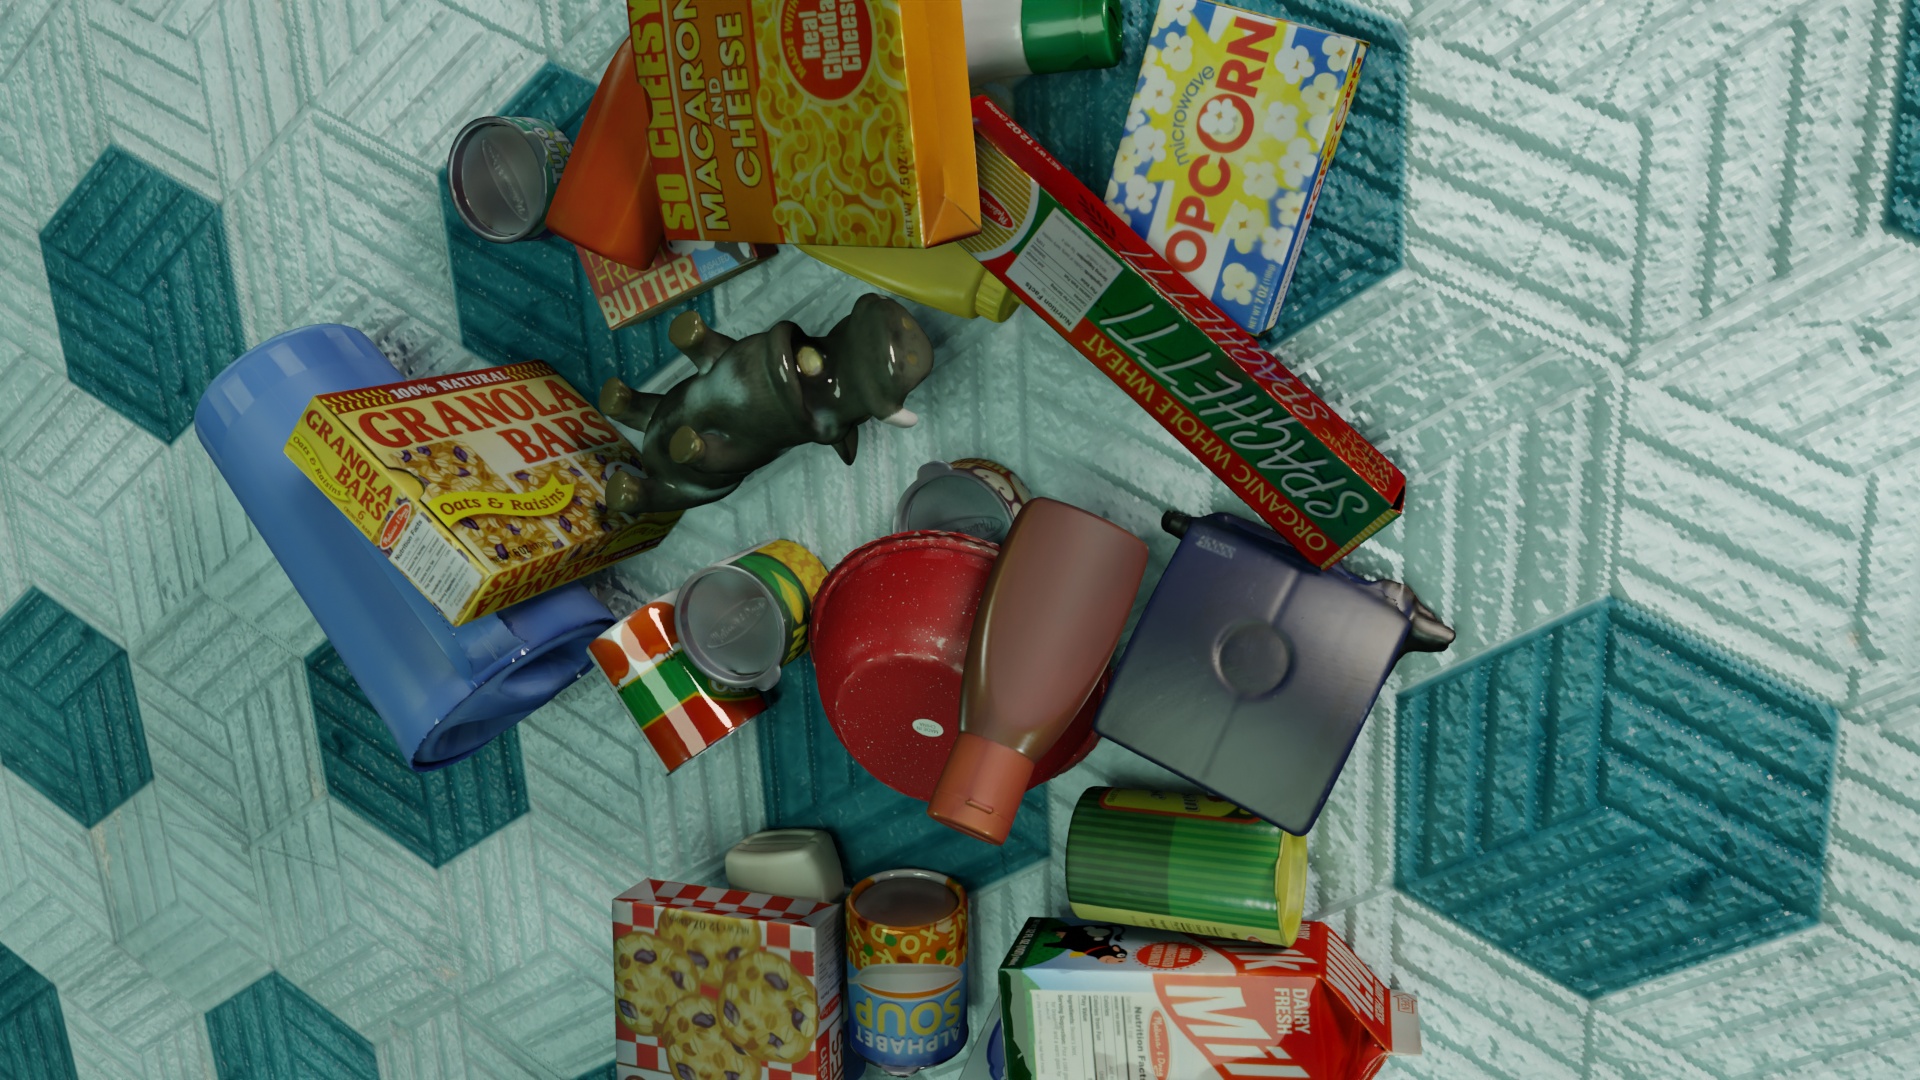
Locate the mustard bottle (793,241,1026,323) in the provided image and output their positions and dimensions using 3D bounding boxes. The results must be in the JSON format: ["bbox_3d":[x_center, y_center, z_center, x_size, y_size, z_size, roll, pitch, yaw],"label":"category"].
[{"bbox_3d":[-0.015,-0.140,0.652,0.160,0.049,0.065,31,111,13],"label":"mustard bottle"}]

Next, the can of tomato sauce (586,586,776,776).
[{"bbox_3d":[-0.154,0.075,0.763,0.071,0.071,0.083,-34,88,27],"label":"can of tomato sauce"}]

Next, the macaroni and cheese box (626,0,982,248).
[{"bbox_3d":[-0.072,-0.191,0.595,0.166,0.040,0.123,11,115,39],"label":"macaroni and cheese box"}]

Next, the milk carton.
[{"bbox_3d":[0.120,0.228,0.666,0.190,0.072,0.073,-3,94,16],"label":"milk carton"}]

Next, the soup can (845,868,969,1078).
[{"bbox_3d":[-0.028,0.230,0.746,0.071,0.071,0.083,6,106,22],"label":"soup can"}]

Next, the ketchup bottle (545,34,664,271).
[{"bbox_3d":[-0.152,-0.211,0.679,0.065,0.043,0.148,30,100,36],"label":"ketchup bottle"}]

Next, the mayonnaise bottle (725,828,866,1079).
[{"bbox_3d":[-0.088,0.239,0.793,0.064,0.041,0.147,-7,102,25],"label":"mayonnaise bottle"}]

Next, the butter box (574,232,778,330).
[{"bbox_3d":[-0.150,-0.152,0.722,0.103,0.024,0.053,-19,95,27],"label":"butter box"}]

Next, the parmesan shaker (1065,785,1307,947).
[{"bbox_3d":[0.108,0.154,0.665,0.103,0.071,0.071,1,105,24],"label":"parmesan shaker"}]

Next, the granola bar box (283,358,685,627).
[{"bbox_3d":[-0.234,-0.032,0.712,0.124,0.166,0.039,43,114,7],"label":"granola bar box"}]

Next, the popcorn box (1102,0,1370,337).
[{"bbox_3d":[0.112,-0.161,0.596,0.085,0.038,0.126,22,112,18],"label":"popcorn box"}]

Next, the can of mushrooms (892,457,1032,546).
[{"bbox_3d":[0.002,-0.009,0.689,0.071,0.033,0.070,7,107,23],"label":"can of mushrooms"}]

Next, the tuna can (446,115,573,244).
[{"bbox_3d":[-0.236,-0.194,0.743,0.071,0.033,0.071,7,107,22],"label":"tuna can"}]

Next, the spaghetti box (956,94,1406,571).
[{"bbox_3d":[0.082,-0.088,0.594,0.250,0.029,0.050,42,132,1],"label":"spaghetti box"}]

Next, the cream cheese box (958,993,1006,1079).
[{"bbox_3d":[0.039,0.270,0.754,0.053,0.024,0.103,27,113,16],"label":"cream cheese box"}]

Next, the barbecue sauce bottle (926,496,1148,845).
[{"bbox_3d":[0.030,0.058,0.612,0.065,0.043,0.149,24,73,-3],"label":"barbecue sauce bottle"}]

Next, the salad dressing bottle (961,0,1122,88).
[{"bbox_3d":[-0.003,-0.222,0.619,0.147,0.064,0.044,0,88,18],"label":"salad dressing bottle"}]

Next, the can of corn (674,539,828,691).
[{"bbox_3d":[-0.106,0.039,0.735,0.071,0.058,0.071,6,106,22],"label":"can of corn"}]

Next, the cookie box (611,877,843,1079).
[{"bbox_3d":[-0.126,0.277,0.761,0.123,0.040,0.167,2,97,19],"label":"cookie box"}]
